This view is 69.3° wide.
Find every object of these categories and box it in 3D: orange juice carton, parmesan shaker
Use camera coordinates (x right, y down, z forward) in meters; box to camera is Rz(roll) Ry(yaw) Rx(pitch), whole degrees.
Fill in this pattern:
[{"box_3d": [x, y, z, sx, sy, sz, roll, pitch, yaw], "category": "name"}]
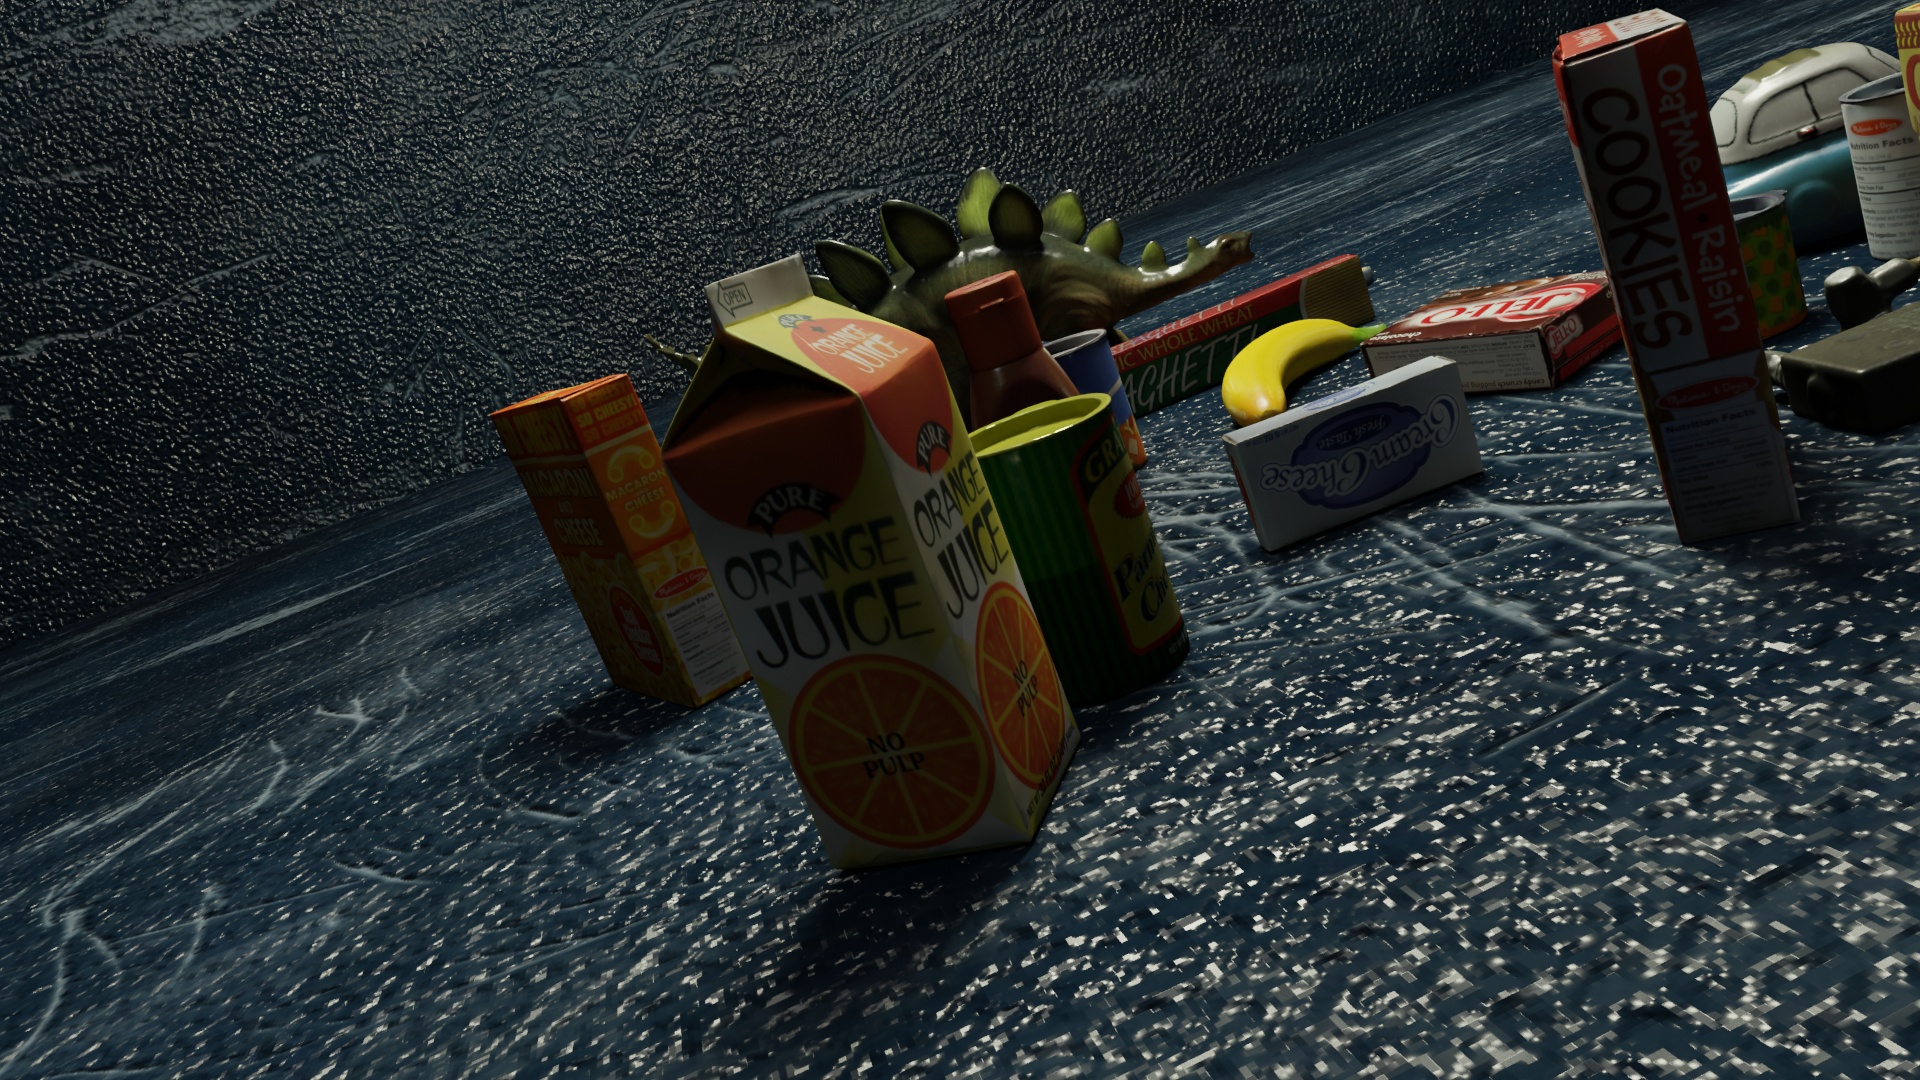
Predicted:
[{"box_3d": [-0.031, 0.003, 0.451, 0.073, 0.192, 0.072, -15, 15, 23], "category": "orange juice carton"}, {"box_3d": [0.043, 0.002, 0.536, 0.071, 0.103, 0.071, -19, 14, 5], "category": "parmesan shaker"}]

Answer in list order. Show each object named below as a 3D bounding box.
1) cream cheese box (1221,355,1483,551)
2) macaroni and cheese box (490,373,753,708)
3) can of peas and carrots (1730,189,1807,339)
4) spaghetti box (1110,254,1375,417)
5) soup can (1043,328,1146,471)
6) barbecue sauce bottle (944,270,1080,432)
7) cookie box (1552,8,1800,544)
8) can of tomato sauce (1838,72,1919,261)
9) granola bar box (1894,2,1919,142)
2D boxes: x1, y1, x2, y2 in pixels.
[{"box_3d": [0.172, -0.038, 0.609, 0.104, 0.053, 0.024, -21, 13, -2], "category": "cream cheese box"}, {"box_3d": [-0.178, 0.000, 0.726, 0.040, 0.166, 0.123, -29, 16, -30], "category": "macaroni and cheese box"}, {"box_3d": [0.366, -0.129, 0.667, 0.071, 0.058, 0.071, -19, 14, 5], "category": "can of peas and carrots"}, {"box_3d": [0.177, -0.137, 0.986, 0.250, 0.050, 0.029, -23, 14, -10], "category": "spaghetti box"}, {"box_3d": [0.067, -0.076, 0.840, 0.071, 0.083, 0.071, -19, 14, 5], "category": "soup can"}, {"box_3d": [0.034, -0.052, 0.659, 0.065, 0.148, 0.044, -21, 13, -1], "category": "barbecue sauce bottle"}, {"box_3d": [0.250, -0.100, 0.494, 0.040, 0.167, 0.123, -14, 15, 26], "category": "cookie box"}, {"box_3d": [0.480, -0.188, 0.683, 0.071, 0.083, 0.071, -19, 14, 5], "category": "can of tomato sauce"}, {"box_3d": [0.432, -0.154, 0.536, 0.039, 0.124, 0.166, -18, 14, 12], "category": "granola bar box"}]
